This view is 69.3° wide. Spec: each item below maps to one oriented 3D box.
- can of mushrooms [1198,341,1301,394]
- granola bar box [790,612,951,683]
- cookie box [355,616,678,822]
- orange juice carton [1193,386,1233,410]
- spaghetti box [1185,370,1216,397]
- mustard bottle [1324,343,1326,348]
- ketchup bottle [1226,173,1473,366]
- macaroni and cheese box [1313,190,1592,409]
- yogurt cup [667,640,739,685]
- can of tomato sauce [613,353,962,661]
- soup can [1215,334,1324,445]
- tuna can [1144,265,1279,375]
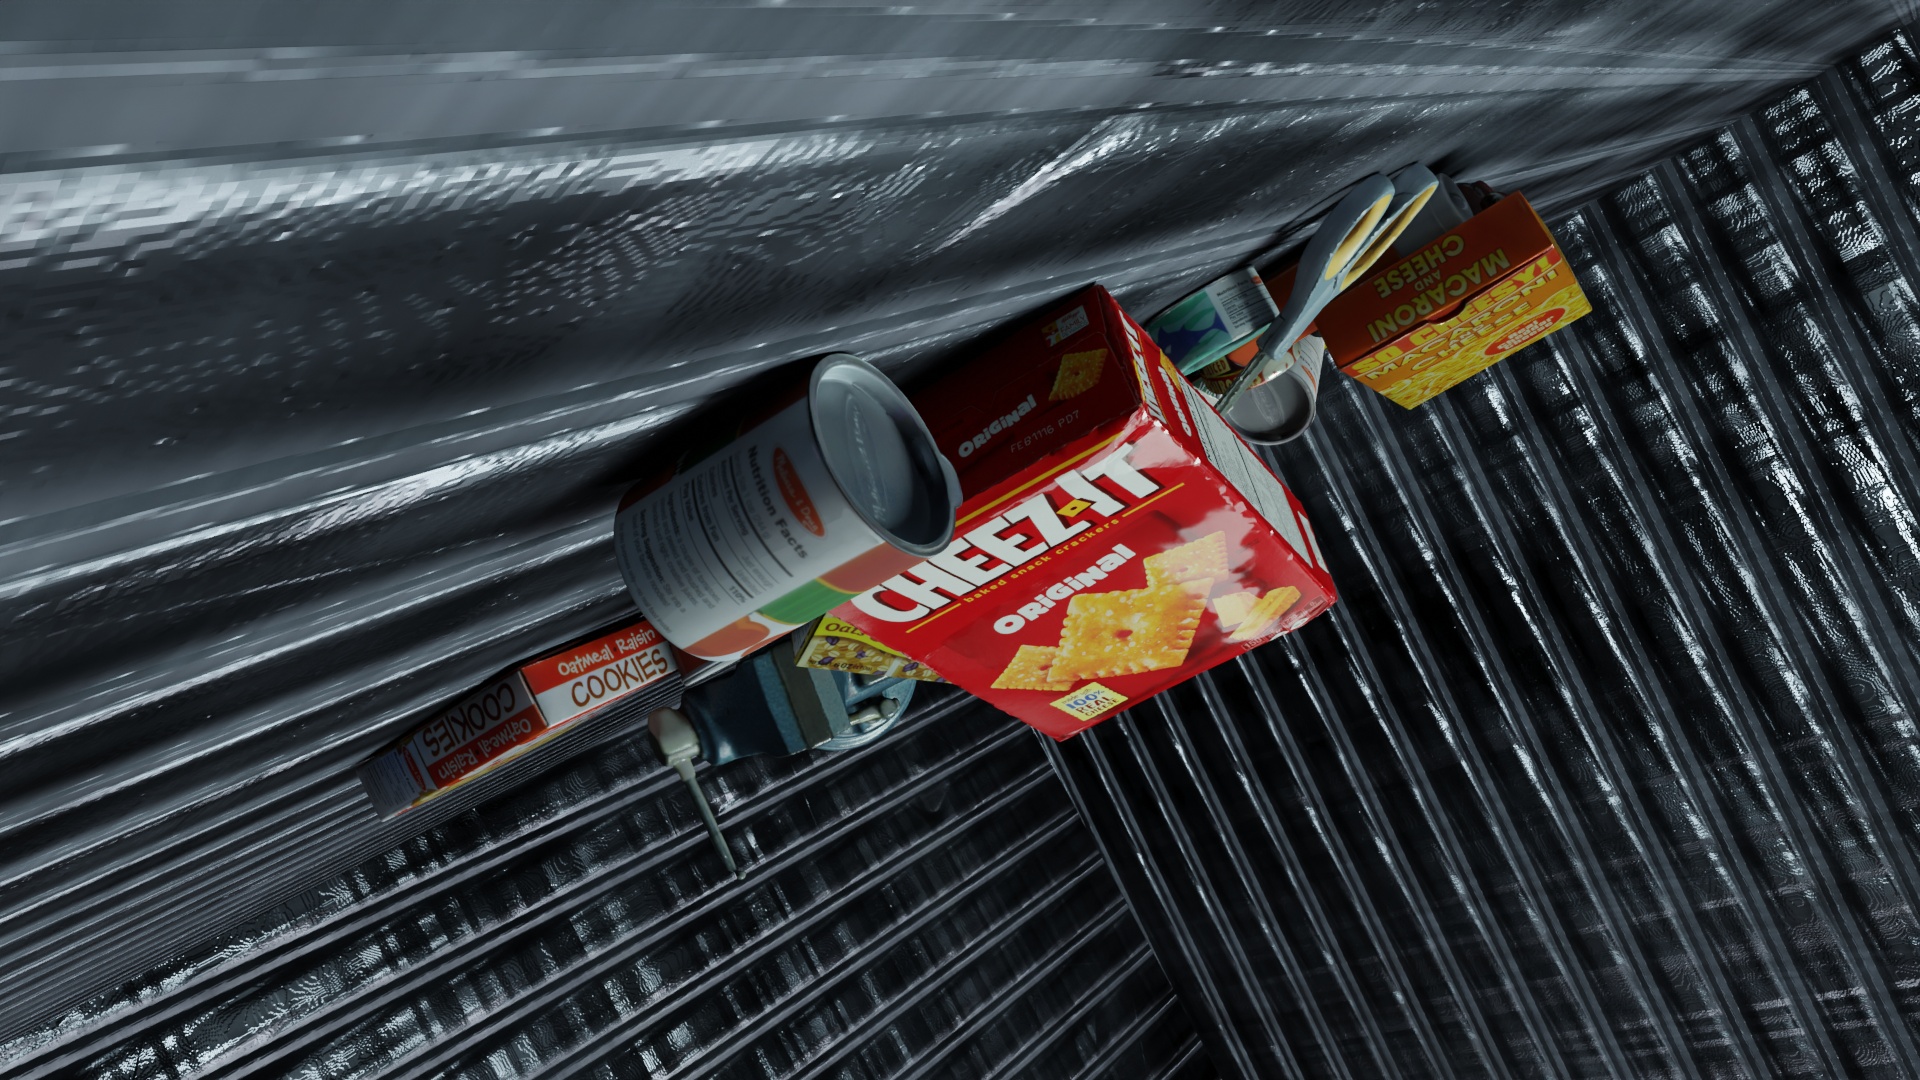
[{"bbox_3d":[0.181,-0.122,0.890,0.071,0.033,0.071,-24,-158,10],"label":"can of mushrooms"},{"bbox_3d":[0.002,0.029,0.778,0.166,0.039,0.123,9,134,-25],"label":"granola bar box"},{"bbox_3d":[-0.259,0.102,0.829,0.167,0.040,0.123,-28,178,31],"label":"cookie box"},{"bbox_3d":[0.073,-0.029,0.821,0.072,0.073,0.191,22,130,-25],"label":"orange juice carton"},{"bbox_3d":[0.122,-0.081,0.968,0.251,0.029,0.049,-32,144,-40],"label":"spaghetti box"},{"bbox_3d":[0.251,-0.159,1.031,0.065,0.049,0.159,-27,177,-22],"label":"mustard bottle"},{"bbox_3d":[0.216,-0.152,0.789,0.148,0.043,0.065,-30,174,34],"label":"ketchup bottle"},{"bbox_3d":[0.285,-0.130,0.794,0.123,0.040,0.166,-31,163,25],"label":"macaroni and cheese box"},{"bbox_3d":[-0.133,0.041,0.763,0.072,0.054,0.072,-28,178,-1],"label":"yogurt cup"},{"bbox_3d":[-0.053,-0.008,0.426,0.083,0.071,0.071,-29,178,27],"label":"can of tomato sauce"},{"bbox_3d":[0.213,-0.116,0.964,0.071,0.071,0.084,-30,-156,37],"label":"soup can"},{"bbox_3d":[0.134,-0.115,0.745,0.071,0.033,0.071,-28,178,-1],"label":"tuna can"}]
